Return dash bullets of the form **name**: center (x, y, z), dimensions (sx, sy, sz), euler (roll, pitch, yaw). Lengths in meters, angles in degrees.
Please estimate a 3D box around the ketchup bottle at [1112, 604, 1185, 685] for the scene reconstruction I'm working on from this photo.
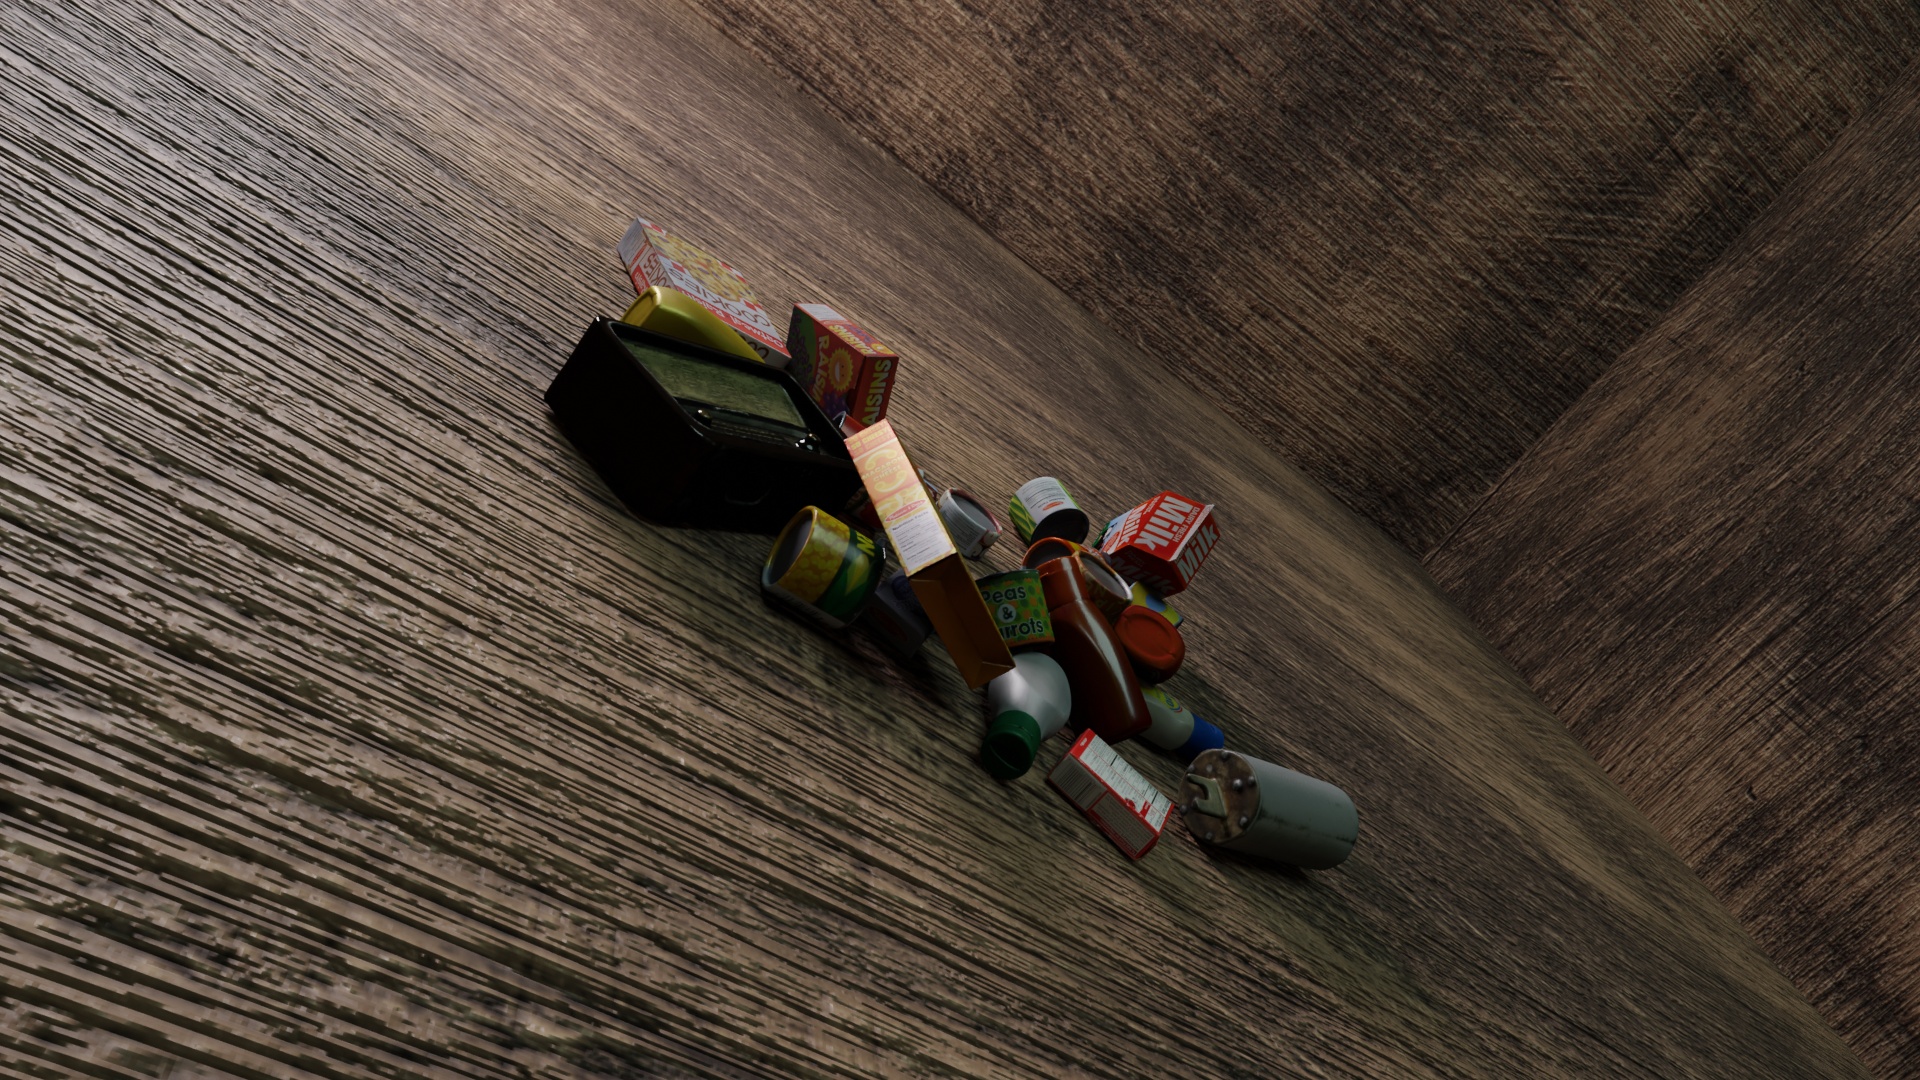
- **ketchup bottle**: center (0.165, 0.100, 1.223), dimensions (0.065, 0.043, 0.148), euler (40, -8, 15)

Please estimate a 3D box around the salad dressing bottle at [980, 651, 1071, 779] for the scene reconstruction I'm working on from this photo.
- **salad dressing bottle**: center (0.045, 0.125, 0.999), dimensions (0.064, 0.044, 0.148), euler (42, 18, -1)

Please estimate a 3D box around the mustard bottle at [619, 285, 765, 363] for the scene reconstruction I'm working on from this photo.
- **mustard bottle**: center (-0.200, -0.143, 1.125), dimensions (0.160, 0.065, 0.049), euler (33, 23, -42)

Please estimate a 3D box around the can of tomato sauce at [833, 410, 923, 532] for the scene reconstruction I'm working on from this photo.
- **can of tomato sauce**: center (-0.082, -0.054, 1.139), dimensions (0.083, 0.071, 0.071), euler (36, 17, -16)

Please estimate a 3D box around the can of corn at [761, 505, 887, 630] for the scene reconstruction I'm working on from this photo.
- **can of corn**: center (-0.091, 0.016, 0.937), dimensions (0.058, 0.071, 0.071), euler (32, 19, -23)

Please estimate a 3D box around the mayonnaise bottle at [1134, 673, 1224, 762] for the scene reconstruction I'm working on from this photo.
- **mayonnaise bottle**: center (0.162, 0.146, 1.193), dimensions (0.148, 0.041, 0.065), euler (32, 12, -24)

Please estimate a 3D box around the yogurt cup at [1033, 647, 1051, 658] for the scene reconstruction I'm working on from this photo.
- **yogurt cup**: center (0.066, 0.070, 1.147), dimensions (0.054, 0.072, 0.072), euler (48, 17, -2)

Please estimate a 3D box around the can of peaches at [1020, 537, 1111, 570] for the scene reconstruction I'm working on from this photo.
- **can of peaches**: center (0.099, 0.032, 1.296), dimensions (0.058, 0.071, 0.071), euler (15, 30, -53)

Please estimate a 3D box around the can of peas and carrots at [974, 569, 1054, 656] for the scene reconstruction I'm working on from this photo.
- **can of peas and carrots**: center (0.035, 0.058, 1.070), dimensions (0.071, 0.071, 0.059), euler (7, 67, -61)

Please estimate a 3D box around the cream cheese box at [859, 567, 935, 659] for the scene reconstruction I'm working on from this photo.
- **cream cheese box**: center (-0.039, 0.051, 1.038), dimensions (0.053, 0.024, 0.104), euler (42, 17, 2)

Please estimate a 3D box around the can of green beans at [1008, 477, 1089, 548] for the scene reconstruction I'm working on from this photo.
- **can of green beans**: center (0.090, -0.022, 1.418), dimensions (0.071, 0.071, 0.058), euler (26, 22, -40)

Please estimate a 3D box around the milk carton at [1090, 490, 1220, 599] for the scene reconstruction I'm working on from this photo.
- **milk carton**: center (0.189, 0.010, 1.370), dimensions (0.073, 0.072, 0.190), euler (39, -19, -6)

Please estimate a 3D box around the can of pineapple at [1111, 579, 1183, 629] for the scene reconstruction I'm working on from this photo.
- **can of pineapple**: center (0.170, 0.081, 1.333), dimensions (0.058, 0.071, 0.071), euler (43, 17, 12)

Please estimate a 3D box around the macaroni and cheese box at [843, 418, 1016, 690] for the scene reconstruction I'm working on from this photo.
- **macaroni and cheese box**: center (-0.023, 0.007, 0.984), dimensions (0.123, 0.040, 0.167), euler (63, -1, -42)

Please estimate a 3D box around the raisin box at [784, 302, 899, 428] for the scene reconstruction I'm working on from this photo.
- **raisin box**: center (-0.110, -0.149, 1.233), dimensions (0.040, 0.085, 0.124), euler (-5, 32, -39)

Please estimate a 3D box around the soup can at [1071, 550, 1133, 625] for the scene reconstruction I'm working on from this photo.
- **soup can**: center (0.097, 0.058, 1.203), dimensions (0.071, 0.083, 0.071), euler (36, 18, -13)

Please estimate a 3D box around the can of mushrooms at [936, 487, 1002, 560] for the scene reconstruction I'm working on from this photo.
- **can of mushrooms**: center (0.005, -0.016, 1.280), dimensions (0.071, 0.033, 0.071), euler (35, 18, -13)

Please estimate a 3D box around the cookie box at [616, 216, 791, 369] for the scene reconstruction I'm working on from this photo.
- **cookie box**: center (-0.235, -0.217, 1.266), dimensions (0.123, 0.040, 0.168), euler (25, 22, -41)

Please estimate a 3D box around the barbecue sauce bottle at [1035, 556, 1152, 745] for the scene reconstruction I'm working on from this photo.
- **barbecue sauce bottle**: center (0.097, 0.086, 1.086), dimensions (0.044, 0.064, 0.149), euler (-4, 68, -44)

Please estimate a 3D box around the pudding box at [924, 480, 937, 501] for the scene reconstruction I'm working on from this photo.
- **pudding box**: center (-0.062, -0.051, 1.233), dimensions (0.083, 0.030, 0.050), euler (37, 17, -10)
